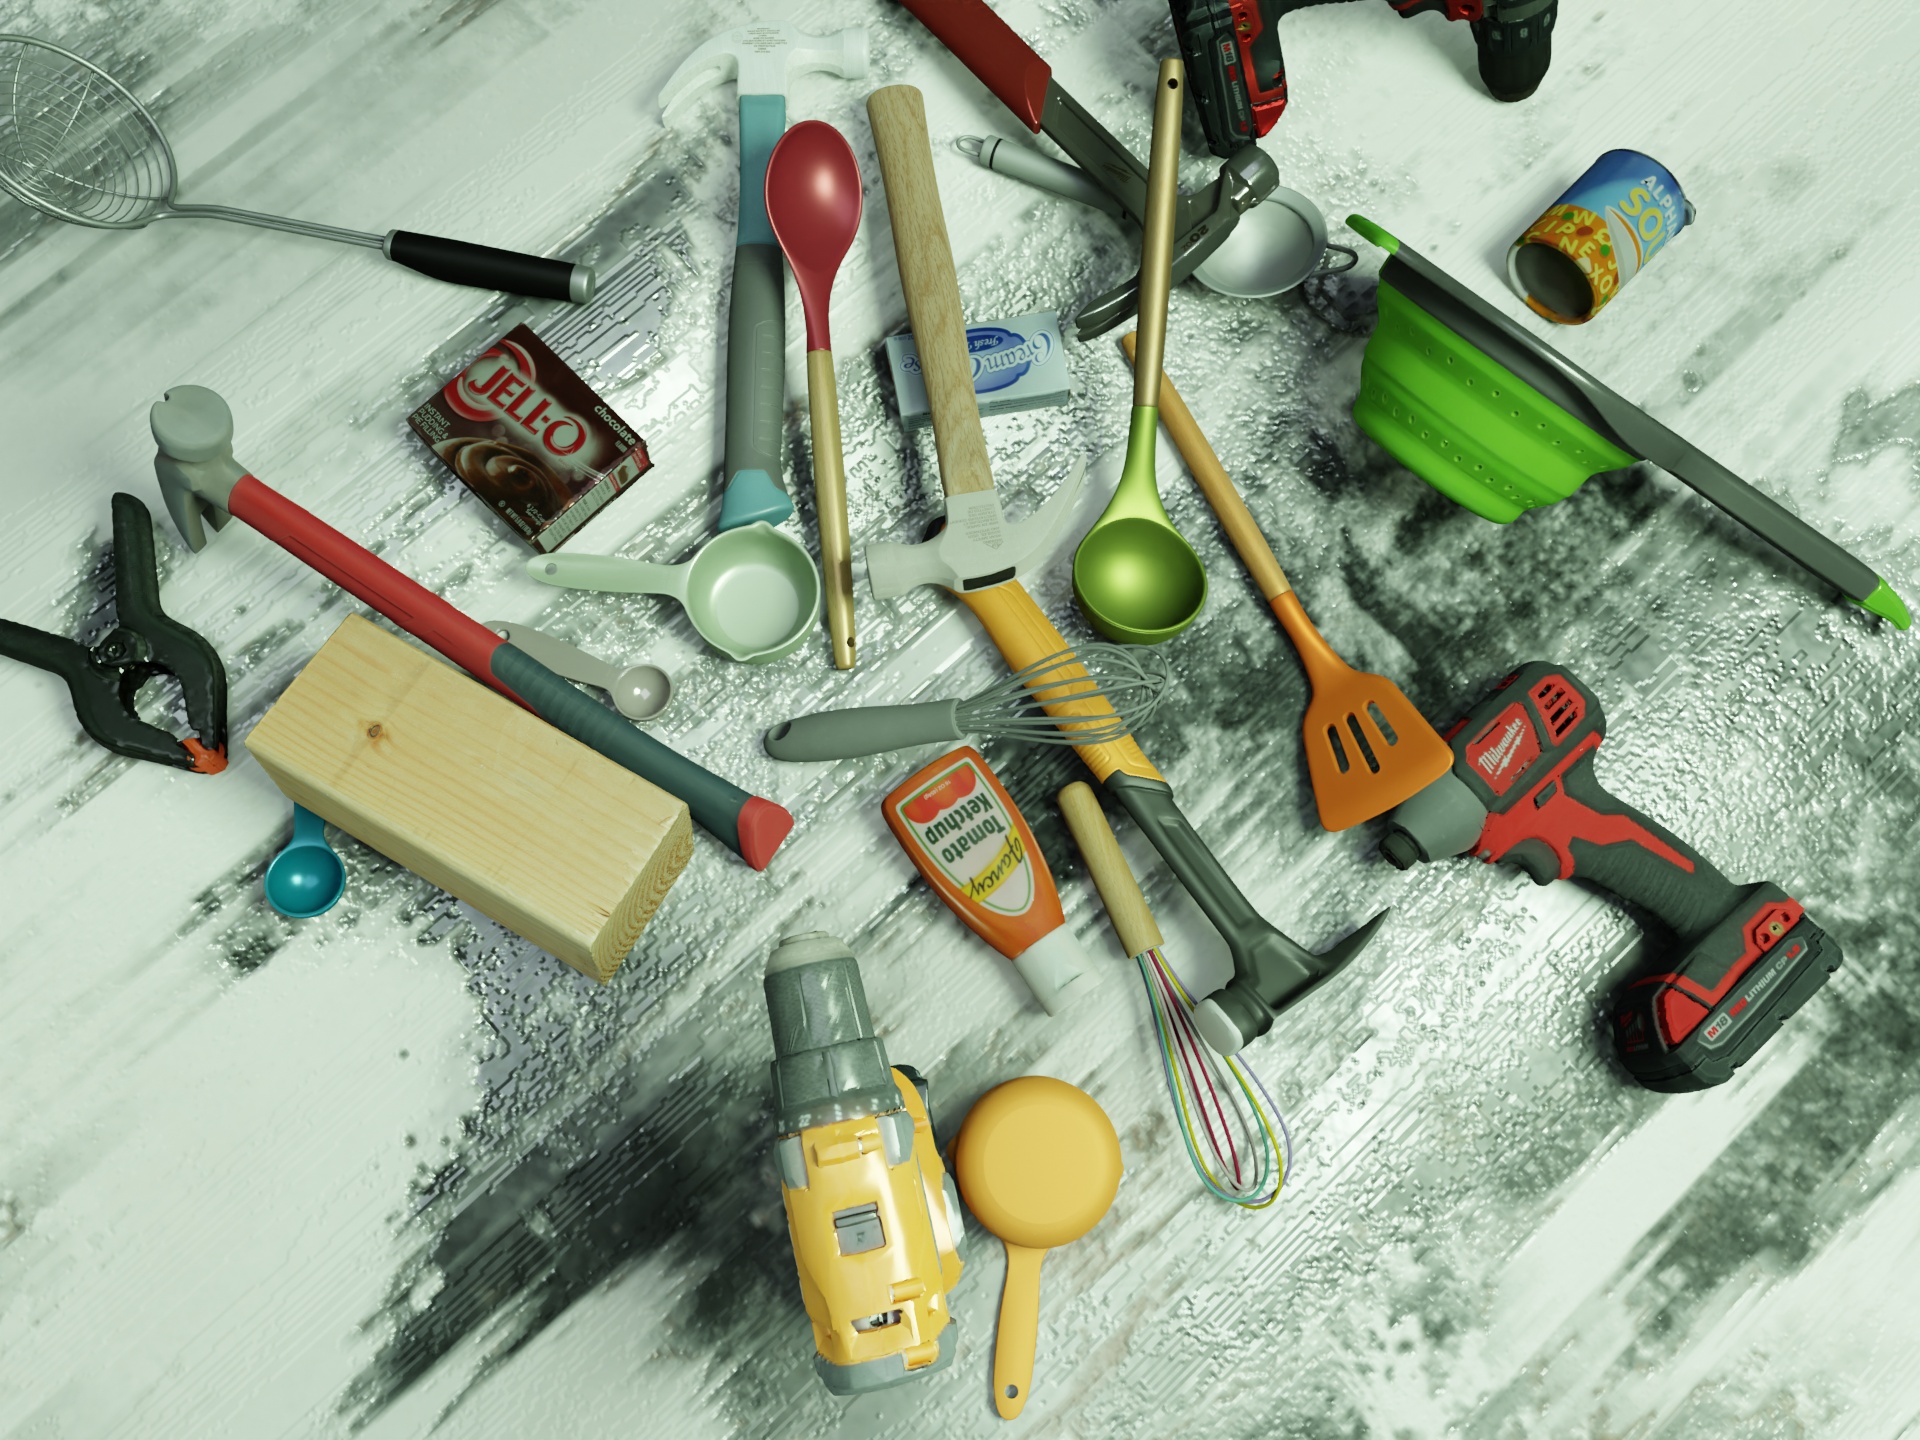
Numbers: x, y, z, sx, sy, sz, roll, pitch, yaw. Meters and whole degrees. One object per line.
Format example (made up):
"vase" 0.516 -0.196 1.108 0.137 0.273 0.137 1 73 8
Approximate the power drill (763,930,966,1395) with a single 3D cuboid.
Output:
"power drill" -0.050 0.199 0.742 0.084 0.226 0.185 -13 77 -4

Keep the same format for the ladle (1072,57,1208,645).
"ladle" 0.108 -0.201 0.879 0.078 0.062 0.320 2 98 -9

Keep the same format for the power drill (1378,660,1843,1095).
"power drill" 0.338 0.087 0.856 0.143 0.078 0.220 -40 78 -10

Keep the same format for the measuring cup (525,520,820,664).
"measuring cup" -0.161 -0.074 0.905 0.167 0.038 0.083 7 76 3

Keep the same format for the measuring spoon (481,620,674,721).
"measuring spoon" -0.219 -0.030 0.907 0.124 0.018 0.034 22 70 11

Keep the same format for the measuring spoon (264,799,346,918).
"measuring spoon" -0.359 0.050 0.885 0.042 0.021 0.129 -1 67 -8

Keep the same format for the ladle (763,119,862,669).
"ladle" -0.078 -0.186 0.916 0.069 0.031 0.315 -2 86 -40

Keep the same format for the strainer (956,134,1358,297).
"strainer" 0.114 -0.309 0.965 0.258 0.050 0.087 24 71 11

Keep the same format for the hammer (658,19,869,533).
"hammer" -0.120 -0.269 0.954 0.128 0.033 0.331 0 77 -2

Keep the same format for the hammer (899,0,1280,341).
"hammer" 0.019 -0.392 0.963 0.149 0.036 0.359 -40 74 -3

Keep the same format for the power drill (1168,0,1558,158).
"power drill" 0.246 -0.416 0.942 0.226 0.187 0.080 -16 62 13

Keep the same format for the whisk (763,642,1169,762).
"whisk" -0.002 -0.004 0.849 0.239 0.055 0.055 -8 75 23

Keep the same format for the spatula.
"spatula" 0.170 -0.093 0.911 0.081 0.041 0.323 -33 75 21

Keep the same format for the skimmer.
"skimmer" -0.395 -0.316 0.931 0.363 0.090 0.127 11 45 -1

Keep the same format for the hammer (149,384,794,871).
"hammer" -0.264 -0.032 0.873 0.386 0.143 0.038 34 63 -5

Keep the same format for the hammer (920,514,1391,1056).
"hammer" 0.090 0.015 0.878 0.127 0.034 0.337 -28 73 -29

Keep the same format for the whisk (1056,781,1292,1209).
"whisk" 0.106 0.146 0.856 0.051 0.047 0.245 -19 73 -18

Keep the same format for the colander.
"colander" 0.357 -0.134 0.897 0.397 0.205 0.094 31 112 -9

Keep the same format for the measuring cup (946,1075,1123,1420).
"measuring cup" 0.035 0.269 0.816 0.095 0.052 0.174 7 74 1

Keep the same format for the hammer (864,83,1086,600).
"hammer" -0.011 -0.229 0.920 0.130 0.031 0.331 -9 71 -2
